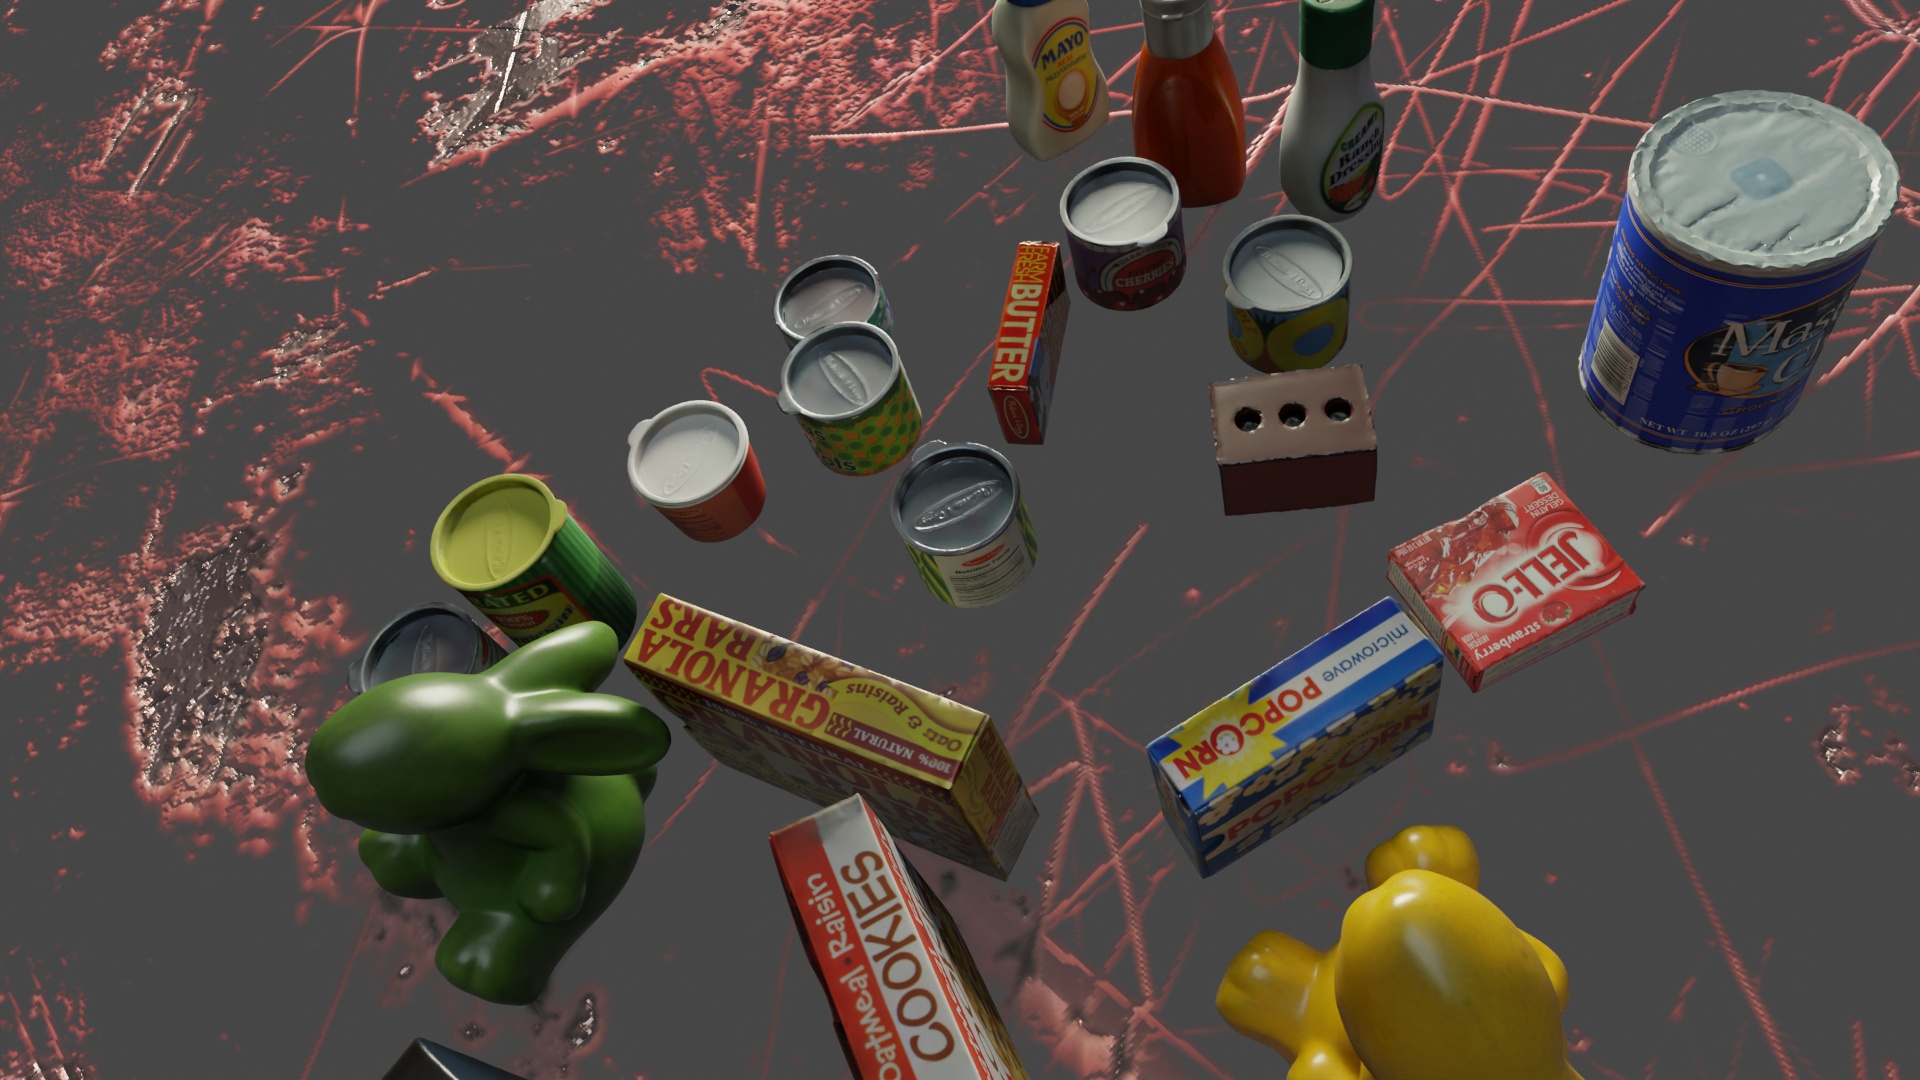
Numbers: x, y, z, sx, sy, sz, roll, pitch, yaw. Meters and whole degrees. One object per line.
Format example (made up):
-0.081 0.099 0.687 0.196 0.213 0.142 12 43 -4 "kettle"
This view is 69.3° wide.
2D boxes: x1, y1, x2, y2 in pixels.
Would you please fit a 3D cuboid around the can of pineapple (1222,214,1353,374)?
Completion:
0.173 -0.130 0.743 0.071 0.057 0.071 -6 58 10 "can of pineapple"

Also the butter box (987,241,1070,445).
0.039 -0.109 0.766 0.024 0.053 0.104 3 61 16 "butter box"

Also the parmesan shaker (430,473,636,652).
-0.215 0.020 0.720 0.071 0.102 0.071 -6 59 10 "parmesan shaker"

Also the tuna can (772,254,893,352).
-0.073 -0.131 0.819 0.071 0.032 0.071 -6 58 10 "tuna can"

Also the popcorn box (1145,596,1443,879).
0.146 0.087 0.602 0.127 0.085 0.038 -31 58 -5 "popcorn box"

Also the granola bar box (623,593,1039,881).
-0.056 0.091 0.626 0.166 0.123 0.039 18 66 23 "granola bar box"

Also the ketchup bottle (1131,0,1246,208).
0.125 -0.251 0.774 0.065 0.148 0.044 1 60 15 "ketchup bottle"

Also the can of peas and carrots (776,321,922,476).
-0.061 -0.076 0.767 0.071 0.058 0.071 -6 58 10 "can of peas and carrots"

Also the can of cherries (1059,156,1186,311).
0.094 -0.171 0.787 0.071 0.058 0.072 -6 58 10 "can of cherries"

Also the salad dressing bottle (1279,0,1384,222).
0.201 -0.237 0.748 0.064 0.147 0.044 -41 59 -11 "salad dressing bottle"

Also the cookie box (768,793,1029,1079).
-0.013 0.184 0.534 0.040 0.166 0.123 -27 57 -3 "cookie box"

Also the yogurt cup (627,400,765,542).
-0.141 -0.035 0.764 0.072 0.053 0.073 -6 58 10 "yogurt cup"

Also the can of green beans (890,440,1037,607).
0.003 -0.007 0.710 0.071 0.057 0.071 -6 58 10 "can of green beans"

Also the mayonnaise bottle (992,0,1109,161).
0.050 -0.296 0.820 0.065 0.147 0.041 -36 58 -9 "mayonnaise bottle"

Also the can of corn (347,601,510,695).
-0.272 0.075 0.727 0.071 0.058 0.071 -6 58 10 "can of corn"
